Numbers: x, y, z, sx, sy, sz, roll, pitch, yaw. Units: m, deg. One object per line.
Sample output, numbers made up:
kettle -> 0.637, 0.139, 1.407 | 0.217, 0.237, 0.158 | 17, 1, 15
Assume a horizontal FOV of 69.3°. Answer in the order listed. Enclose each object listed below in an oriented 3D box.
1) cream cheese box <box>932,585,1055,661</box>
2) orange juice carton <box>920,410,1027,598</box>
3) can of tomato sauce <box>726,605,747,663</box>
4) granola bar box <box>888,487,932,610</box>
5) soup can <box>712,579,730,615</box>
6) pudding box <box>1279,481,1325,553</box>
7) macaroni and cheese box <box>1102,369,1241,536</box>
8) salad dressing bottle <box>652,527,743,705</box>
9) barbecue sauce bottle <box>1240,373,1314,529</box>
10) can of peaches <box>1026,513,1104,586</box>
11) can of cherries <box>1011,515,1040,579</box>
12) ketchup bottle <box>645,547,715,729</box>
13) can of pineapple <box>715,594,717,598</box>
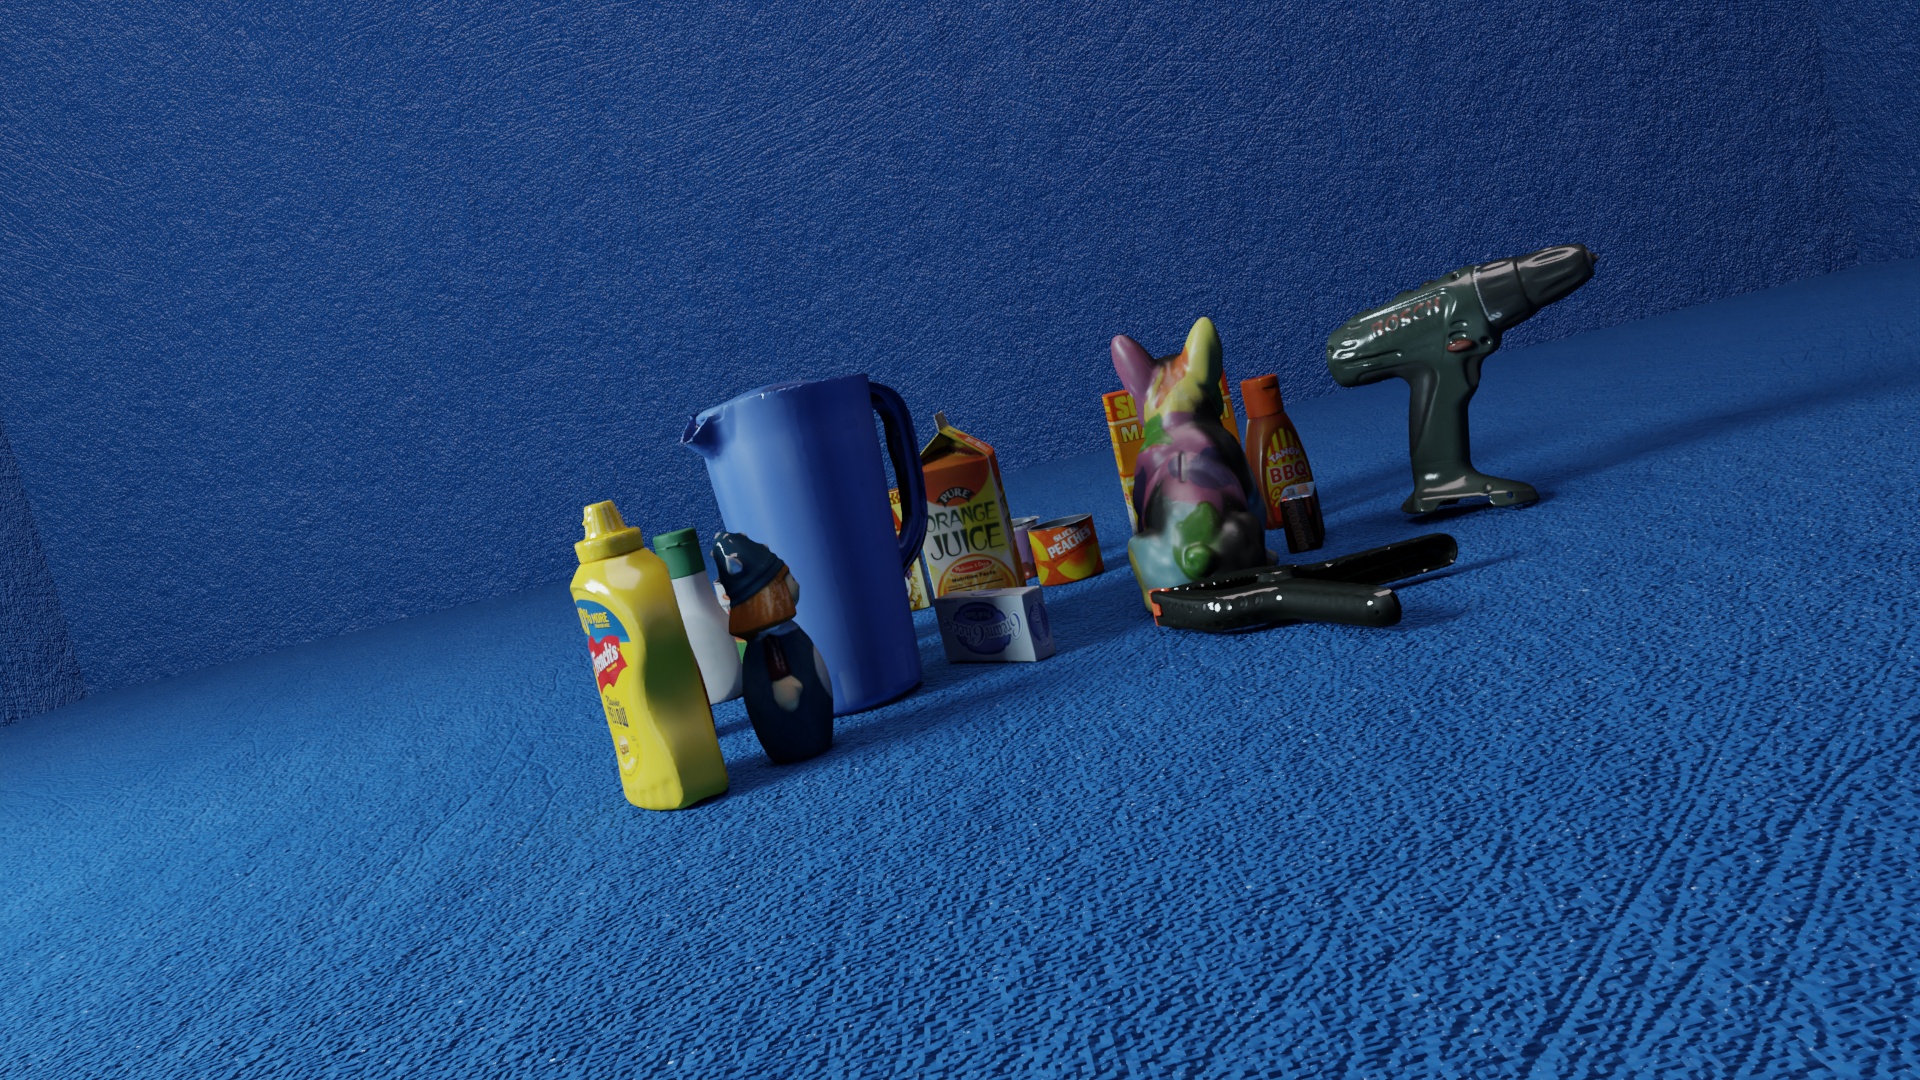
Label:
cream cheese box -> 0.025, 0.065, 1.057 | 0.024, 0.053, 0.103 | -19, 8, -40
orange juice carton -> 0.004, -0.015, 1.170 | 0.073, 0.192, 0.072 | -13, 6, 7
can of tomato sauce -> -0.144, 0.084, 1.111 | 0.071, 0.083, 0.071 | -14, 6, 2
granola bar box -> -0.123, 0.024, 1.418 | 0.165, 0.124, 0.039 | -13, 6, 5
soup can -> -0.195, 0.071, 1.338 | 0.071, 0.083, 0.071 | -14, 6, 2
pudding box -> 0.305, -0.021, 1.239 | 0.030, 0.049, 0.084 | -12, 6, 18
macaroni and cheese box -> 0.223, -0.081, 1.407 | 0.124, 0.166, 0.040 | -14, 6, -2
salad dressing bottle -> -0.222, 0.064, 1.169 | 0.064, 0.147, 0.044 | -14, 6, 1
barbecue sauce bottle -> 0.310, -0.089, 1.375 | 0.065, 0.148, 0.043 | -16, 6, -19
can of peaches -> 0.104, 0.009, 1.364 | 0.071, 0.058, 0.071 | -14, 6, 2
can of cherries -> 0.056, 0.010, 1.456 | 0.071, 0.058, 0.071 | -14, 6, 2
ketchup bottle -> -0.228, 0.081, 1.020 | 0.065, 0.148, 0.043 | -17, 6, -28
can of pineapple -> -0.234, 0.084, 1.435 | 0.071, 0.057, 0.071 | -14, 6, 2
